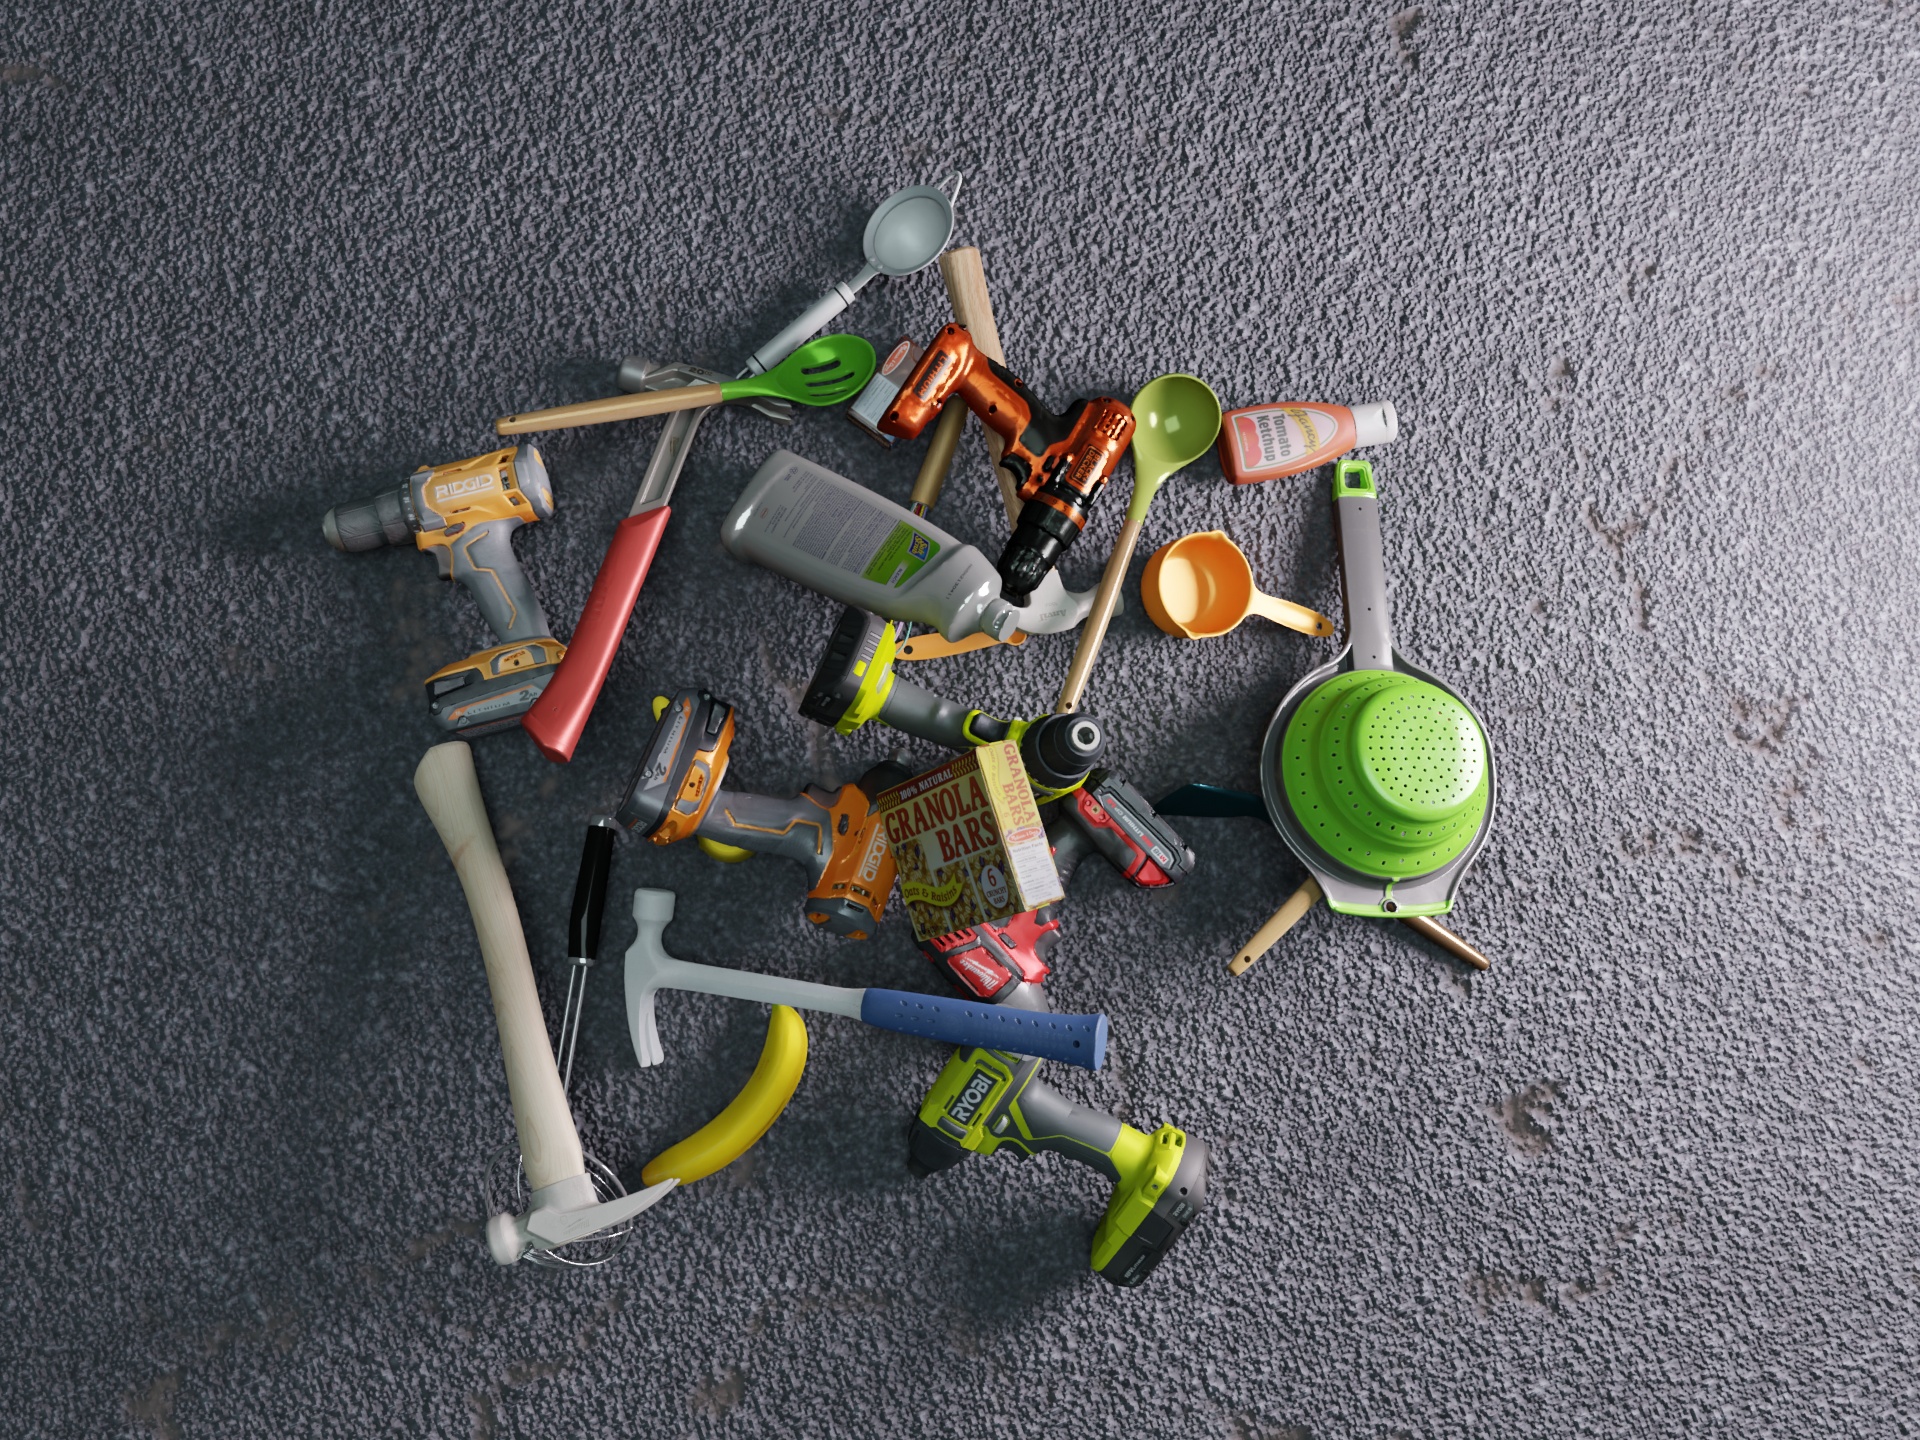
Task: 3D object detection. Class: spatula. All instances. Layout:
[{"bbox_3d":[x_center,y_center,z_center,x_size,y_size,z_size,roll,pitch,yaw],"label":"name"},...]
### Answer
[{"bbox_3d":[0.312,0.132,1.340,0.317,0.082,0.044,33,63,-5],"label":"spatula"}]

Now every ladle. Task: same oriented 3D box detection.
[{"bbox_3d":[0.138,-0.144,1.316,0.078,0.062,0.320,23,74,-6],"label":"ladle"},{"bbox_3d":[0.326,0.101,1.310,0.315,0.031,0.069,-41,95,-19],"label":"ladle"}]

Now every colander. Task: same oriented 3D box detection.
[{"bbox_3d":[0.348,-0.044,1.292,0.204,0.094,0.397,1,74,-8],"label":"colander"}]

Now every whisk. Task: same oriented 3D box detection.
[{"bbox_3d":[-0.038,-0.162,1.345,0.051,0.047,0.245,20,82,0],"label":"whisk"}]

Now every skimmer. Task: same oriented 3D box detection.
[{"bbox_3d":[-0.312,0.263,1.310,0.127,0.090,0.363,3,76,11],"label":"skimmer"}]

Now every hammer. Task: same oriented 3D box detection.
[{"bbox_3d":[-0.085,0.228,1.253,0.405,0.035,0.144,6,89,20],"label":"hammer"},{"bbox_3d":[-0.258,-0.131,1.285,0.149,0.036,0.359,17,68,-1],"label":"hammer"},{"bbox_3d":[-0.348,0.205,1.263,0.146,0.038,0.411,-19,74,-2],"label":"hammer"},{"bbox_3d":[0.036,-0.233,1.339,0.130,0.031,0.331,-15,91,-13],"label":"hammer"}]

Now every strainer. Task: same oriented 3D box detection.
[{"bbox_3d":[-0.093,-0.369,1.356,0.258,0.050,0.087,-39,60,2],"label":"strainer"}]

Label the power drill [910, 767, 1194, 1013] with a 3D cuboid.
[{"bbox_3d":[0.082,0.154,1.315,0.219,0.078,0.143,-43,88,-1],"label":"power drill"}]

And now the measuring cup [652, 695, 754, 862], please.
[{"bbox_3d":[-0.217,0.048,1.327,0.062,0.029,0.156,-30,91,-4],"label":"measuring cup"}]

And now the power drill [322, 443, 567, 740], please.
[{"bbox_3d":[-0.413,-0.101,1.305,0.185,0.084,0.226,-14,83,-3],"label":"power drill"}]

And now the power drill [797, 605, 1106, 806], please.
[{"bbox_3d":[-0.002,-0.004,1.249,0.228,0.190,0.080,24,75,-7],"label":"power drill"}]

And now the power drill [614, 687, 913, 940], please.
[{"bbox_3d":[-0.145,0.061,1.289,0.226,0.084,0.164,27,66,-14],"label":"power drill"}]

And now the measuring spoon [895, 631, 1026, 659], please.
[{"bbox_3d":[-0.001,-0.066,1.358,0.117,0.011,0.021,-8,87,0],"label":"measuring spoon"}]

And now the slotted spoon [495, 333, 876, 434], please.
[{"bbox_3d":[-0.223,-0.268,1.309,0.313,0.031,0.070,-11,63,-10],"label":"slotted spoon"}]

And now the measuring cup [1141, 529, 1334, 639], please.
[{"bbox_3d":[0.234,-0.100,1.354,0.173,0.052,0.095,17,83,-19],"label":"measuring cup"}]

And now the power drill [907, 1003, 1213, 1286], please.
[{"bbox_3d":[0.074,0.351,1.288,0.223,0.080,0.171,31,113,1],"label":"power drill"}]
